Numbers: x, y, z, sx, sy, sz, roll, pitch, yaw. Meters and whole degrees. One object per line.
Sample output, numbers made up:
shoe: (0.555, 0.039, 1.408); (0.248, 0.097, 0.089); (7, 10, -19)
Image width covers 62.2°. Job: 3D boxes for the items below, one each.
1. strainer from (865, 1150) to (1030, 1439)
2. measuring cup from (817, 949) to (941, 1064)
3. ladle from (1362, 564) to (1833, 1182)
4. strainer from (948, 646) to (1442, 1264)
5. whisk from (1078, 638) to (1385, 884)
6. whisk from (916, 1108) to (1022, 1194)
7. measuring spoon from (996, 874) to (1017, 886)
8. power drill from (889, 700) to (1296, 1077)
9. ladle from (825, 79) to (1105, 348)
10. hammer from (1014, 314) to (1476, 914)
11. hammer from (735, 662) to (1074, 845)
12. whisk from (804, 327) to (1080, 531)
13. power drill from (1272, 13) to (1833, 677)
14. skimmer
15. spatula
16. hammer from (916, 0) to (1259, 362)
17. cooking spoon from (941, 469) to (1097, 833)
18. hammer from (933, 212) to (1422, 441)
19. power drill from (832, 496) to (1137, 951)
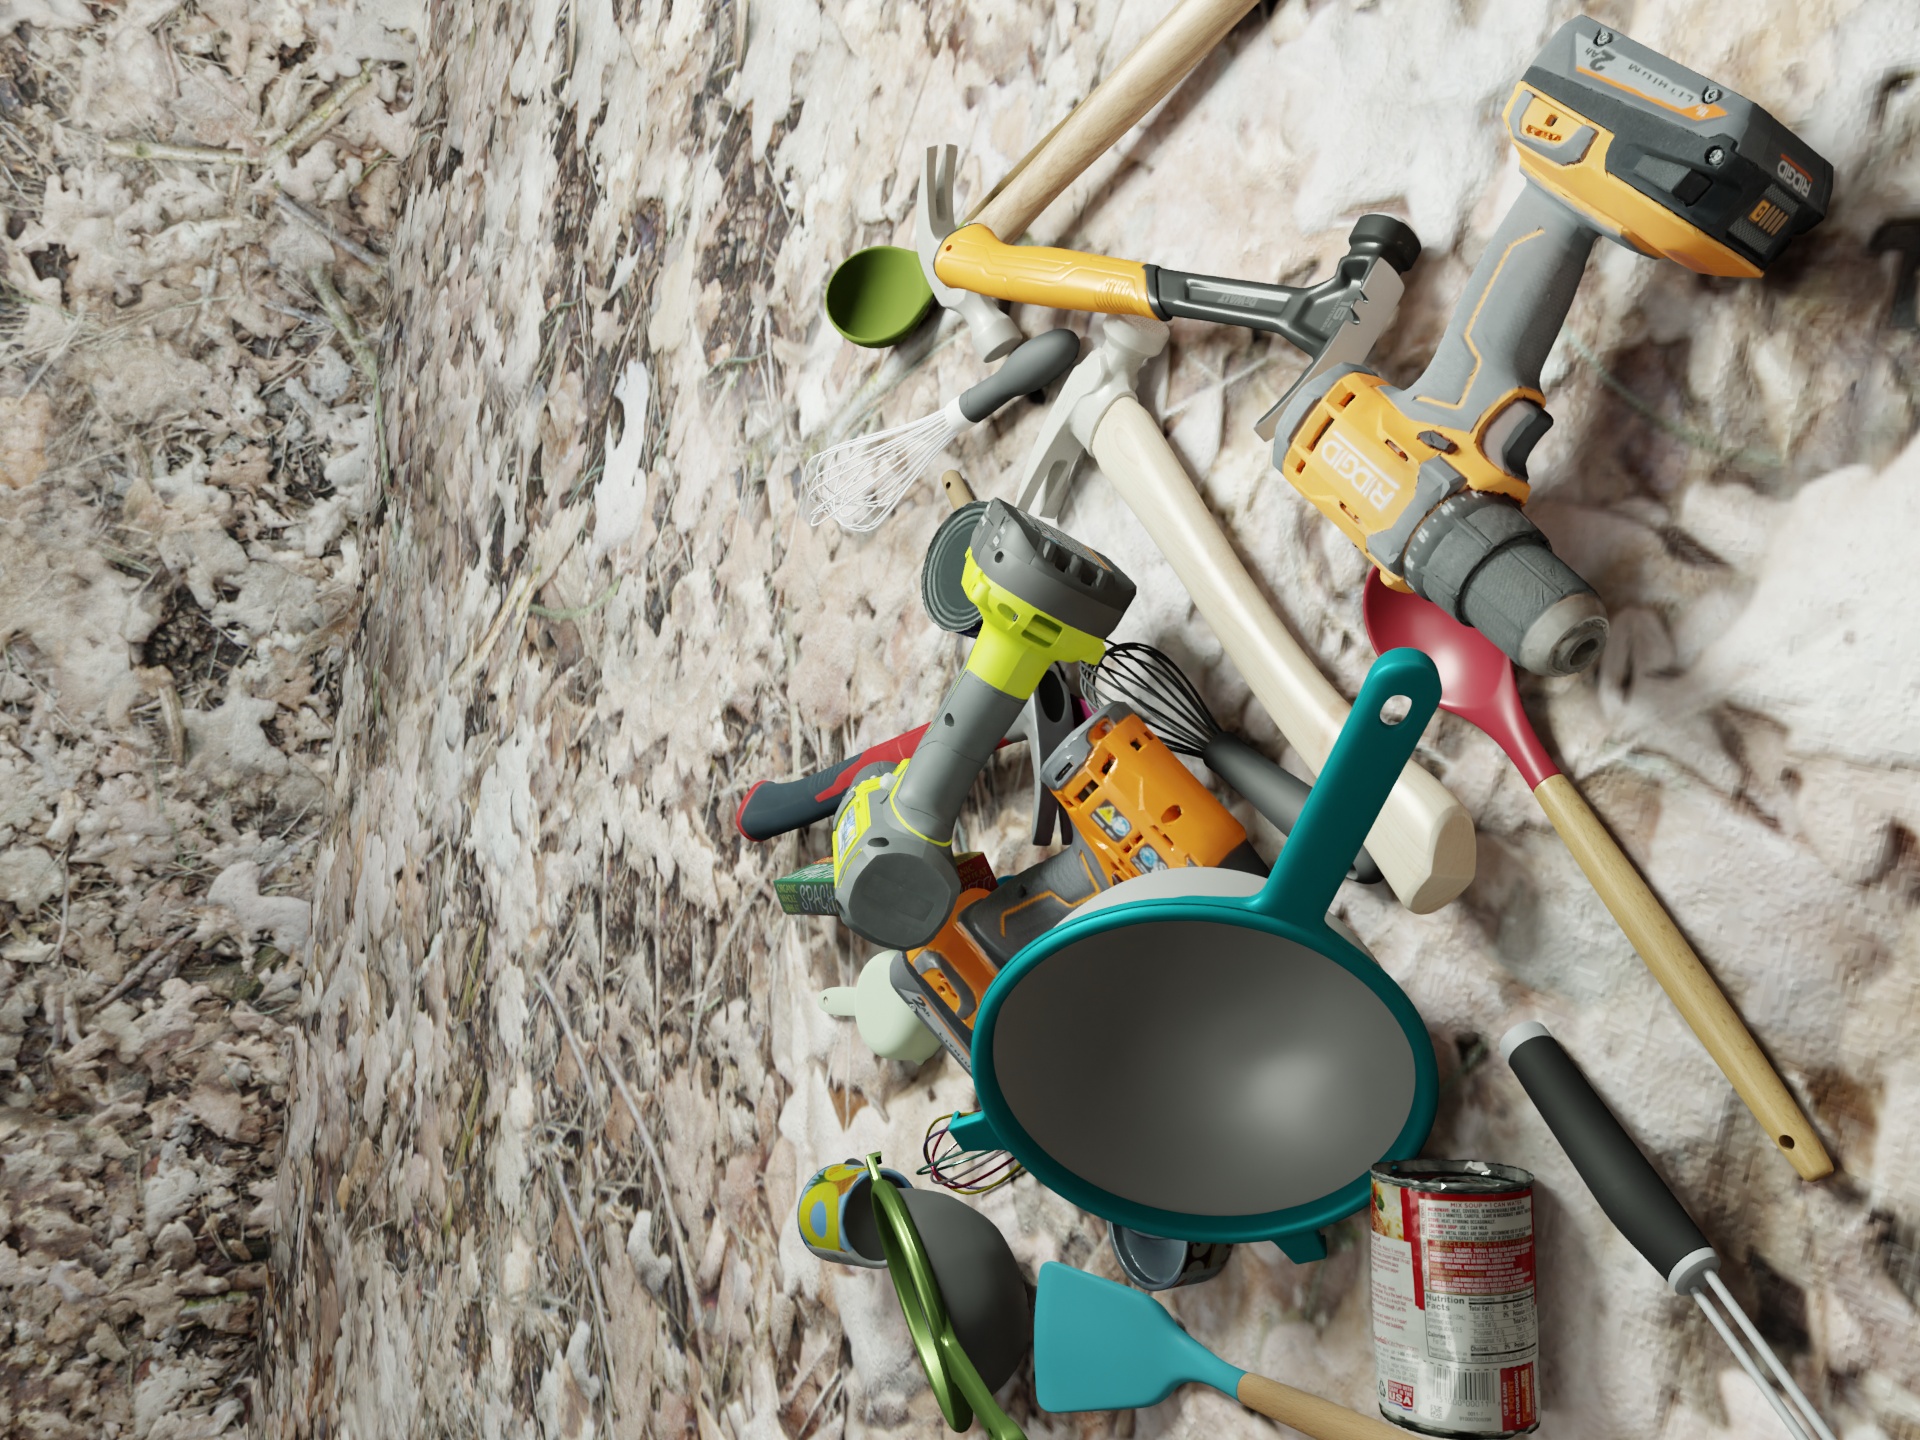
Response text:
strainer: (0.016, 0.344, 0.906); (0.256, 0.069, 0.151); (-165, 59, -73)
measuring cup: (-0.069, 0.200, 1.123); (0.167, 0.038, 0.083); (-12, 76, 53)
ladle: (0.261, 0.047, 0.668); (0.069, 0.031, 0.316); (-60, 43, 42)
strainer: (0.133, 0.093, 0.723); (0.095, 0.211, 0.340); (-71, 0, -57)
whisk: (0.137, 0.019, 0.841); (0.239, 0.055, 0.055); (42, 120, 45)
whisk: (0.048, 0.235, 0.944); (0.245, 0.051, 0.047); (-38, 49, 43)
measuring spoon: (0.057, 0.104, 0.975); (0.128, 0.021, 0.042); (-7, 94, 64)
power drill: (0.073, 0.117, 0.867); (0.164, 0.084, 0.226); (47, 129, 11)
ladle: (0.014, -0.349, 1.062); (0.320, 0.062, 0.078); (-30, 64, 47)
hammer: (0.138, -0.056, 0.839); (0.146, 0.038, 0.411); (-61, 38, 33)
hammer: (-0.051, 0.049, 1.089); (0.386, 0.038, 0.143); (-24, 68, 52)
whisk: (-0.018, -0.197, 1.091); (0.284, 0.070, 0.070); (-24, 66, 47)
power drill: (0.245, -0.145, 0.652); (0.226, 0.084, 0.186); (-57, 43, 26)
skimmer: (0.316, 0.246, 0.558); (0.364, 0.090, 0.127); (-115, 40, -51)
spatula: (0.151, 0.338, 0.776); (0.317, 0.044, 0.082); (-5, 82, 55)
hammer: (0.084, -0.362, 0.954); (0.331, 0.031, 0.130); (-35, 84, 43)
cooking spoon: (0.044, -0.050, 1.009); (0.068, 0.017, 0.319); (-53, 46, 35)
hammer: (0.090, -0.234, 0.887); (0.337, 0.034, 0.127); (28, 86, 48)
power drill: (-0.001, -0.003, 0.882); (0.228, 0.080, 0.191); (-61, 12, 11)
